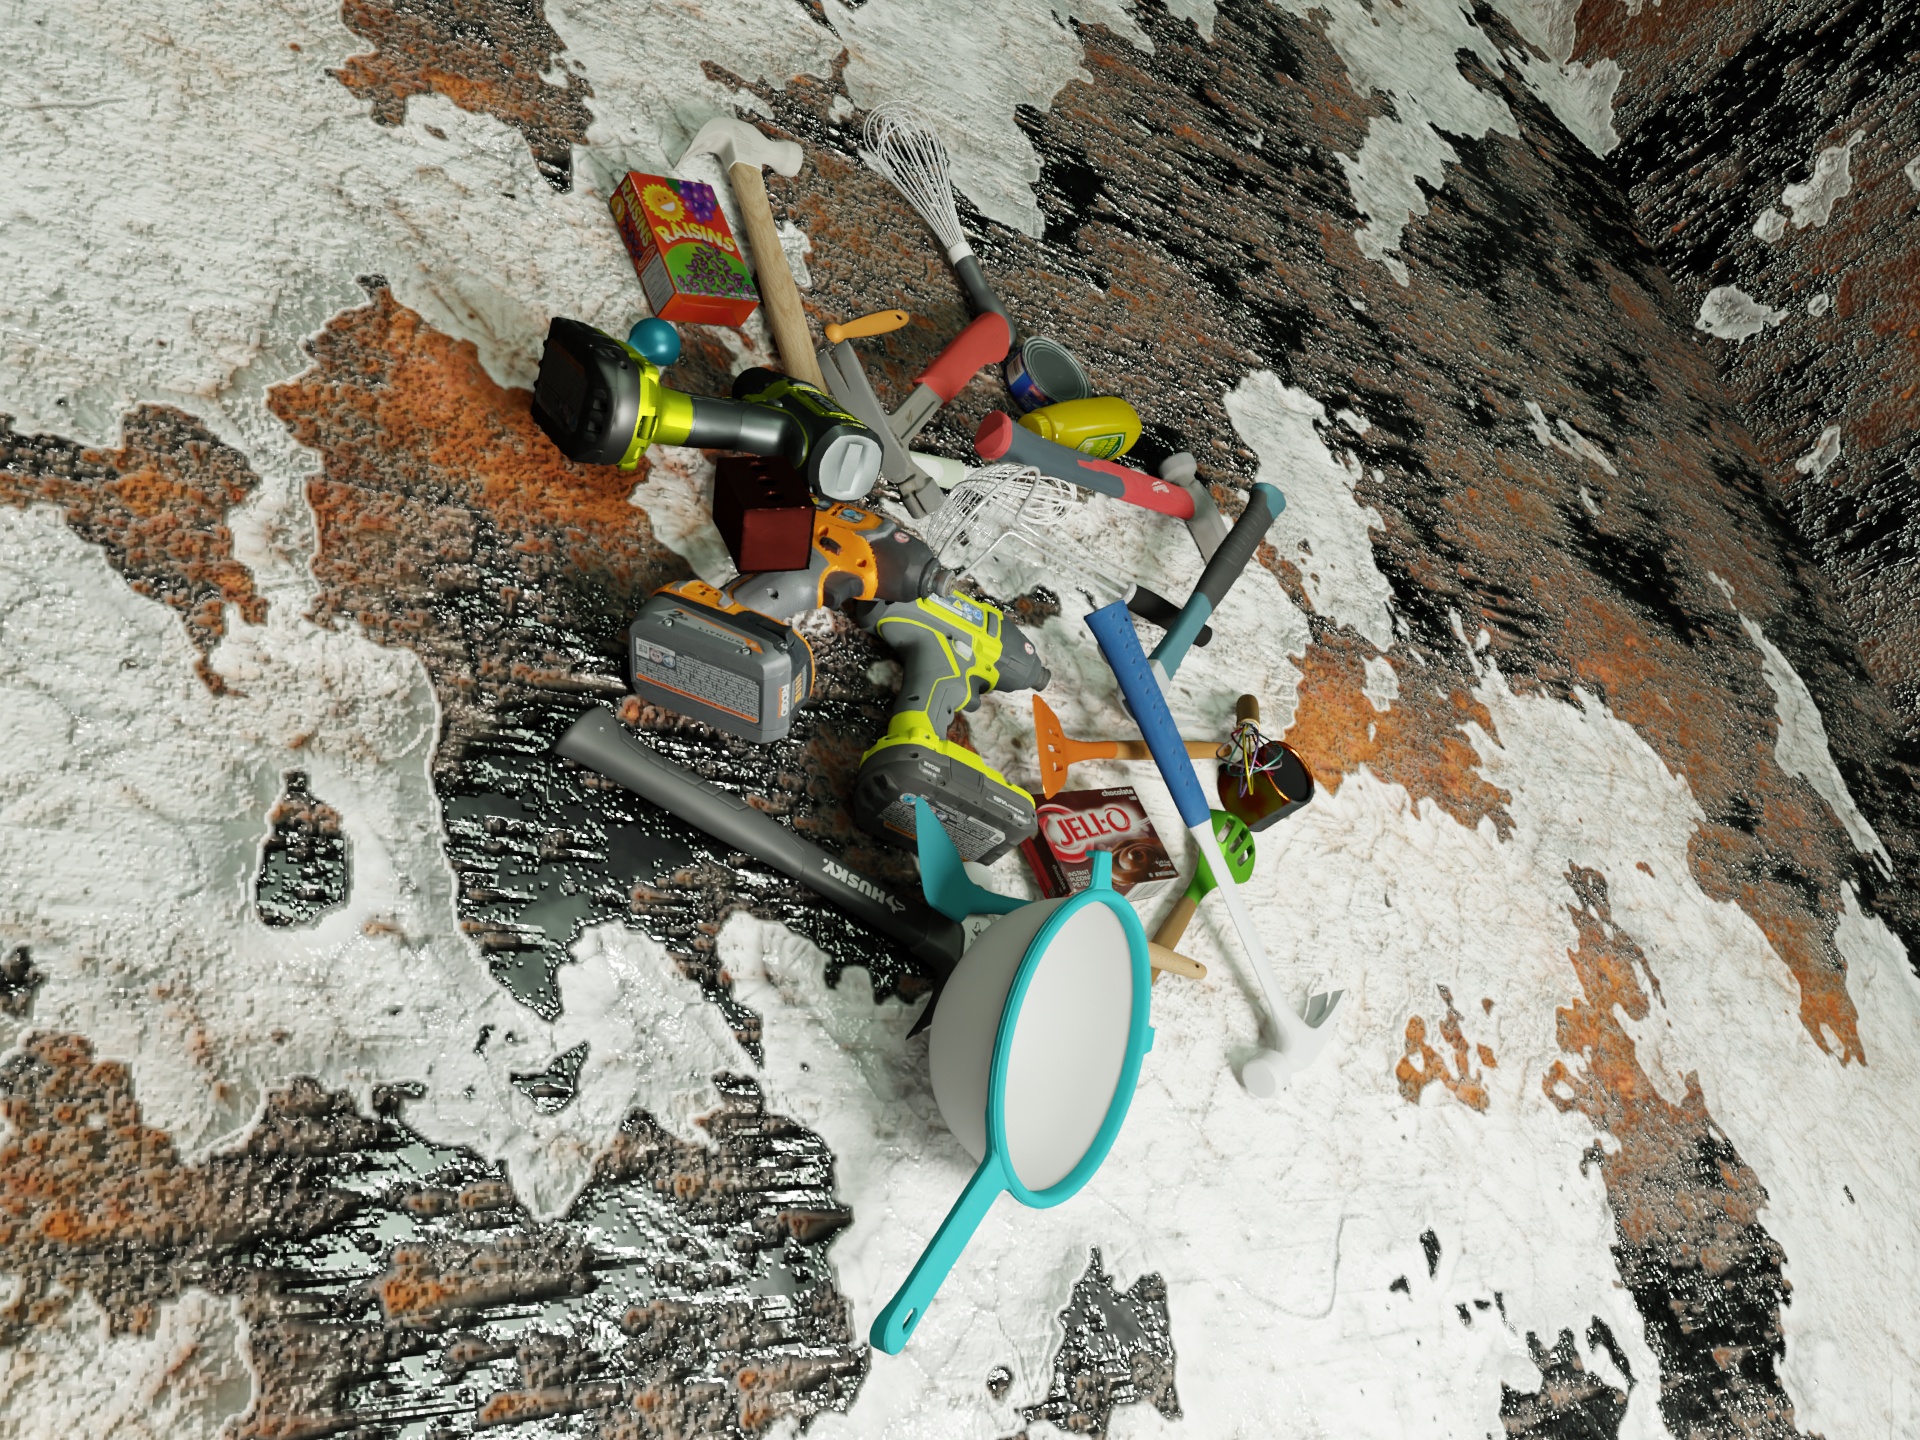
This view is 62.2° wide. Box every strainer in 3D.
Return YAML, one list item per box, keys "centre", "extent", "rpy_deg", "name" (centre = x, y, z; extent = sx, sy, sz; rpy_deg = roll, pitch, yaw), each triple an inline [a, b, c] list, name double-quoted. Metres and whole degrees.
- centre: [0.010, 0.247, 1.023]
  extent: [0.340, 0.095, 0.210]
  rpy_deg: [-50, 137, -38]
  name: "strainer"

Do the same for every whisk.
- centre: [0.004, -0.212, 1.388]
  extent: [0.246, 0.058, 0.059]
  rpy_deg: [6, 15, -34]
  name: "whisk"
- centre: [-0.015, -0.483, 1.557]
  extent: [0.070, 0.070, 0.285]
  rpy_deg: [-19, 80, -47]
  name: "whisk"
- centre: [0.252, 0.010, 1.387]
  extent: [0.047, 0.051, 0.245]
  rpy_deg: [52, 16, -5]
  name: "whisk"

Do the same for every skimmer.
- centre: [0.115, -0.118, 1.382]
  extent: [0.363, 0.127, 0.090]
  rpy_deg: [24, 23, -37]
  name: "skimmer"

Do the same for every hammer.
- centre: [-0.021, -0.302, 1.374]
  extent: [0.149, 0.037, 0.359]
  rpy_deg: [59, 27, -18]
  name: "hammer"
- centre: [0.140, -0.207, 1.447]
  extent: [0.386, 0.038, 0.143]
  rpy_deg: [4, 59, -55]
  name: "hammer"
- centre: [0.201, 0.092, 1.296]
  extent: [0.144, 0.035, 0.405]
  rpy_deg: [-23, 89, -49]
  name: "hammer"
- centre: [-0.164, -0.389, 1.374]
  extent: [0.130, 0.031, 0.332]
  rpy_deg: [4, 60, -40]
  name: "hammer"
- centre: [-0.122, 0.091, 1.072]
  extent: [0.334, 0.035, 0.146]
  rpy_deg: [32, 45, -20]
  name: "hammer"
- centre: [0.225, -0.116, 1.452]
  extent: [0.331, 0.033, 0.128]
  rpy_deg: [-53, 128, -37]
  name: "hammer"

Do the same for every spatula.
- centre: [0.146, 0.024, 1.322]
  extent: [0.322, 0.041, 0.081]
  rpy_deg: [1, 80, -50]
  name: "spatula"
- centre: [0.078, 0.143, 1.158]
  extent: [0.317, 0.044, 0.082]
  rpy_deg: [23, 45, -34]
  name: "spatula"

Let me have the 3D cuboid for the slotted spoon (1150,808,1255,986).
- centre: [0.176, 0.165, 1.287]
  extent: [0.070, 0.031, 0.314]
  rpy_deg: [50, 43, -6]
  name: "slotted spoon"

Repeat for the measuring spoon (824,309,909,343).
- centre: [-0.082, -0.360, 1.439]
  extent: [0.117, 0.011, 0.021]
  rpy_deg: [-30, 84, -48]
  name: "measuring spoon"

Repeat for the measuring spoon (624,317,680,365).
- centre: [-0.261, -0.287, 1.223]
  extent: [0.042, 0.021, 0.128]
  rpy_deg: [53, 41, 2]
  name: "measuring spoon"

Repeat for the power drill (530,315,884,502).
- centre: [-0.191, -0.231, 1.175]
  extent: [0.228, 0.080, 0.191]
  rpy_deg: [4, 26, -36]
  name: "power drill"

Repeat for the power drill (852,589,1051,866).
- centre: [-0.002, -0.004, 1.214]
  extent: [0.171, 0.080, 0.223]
  rpy_deg: [27, 44, -25]
  name: "power drill"

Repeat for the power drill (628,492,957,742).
- centre: [-0.112, -0.082, 1.126]
  extent: [0.164, 0.084, 0.226]
  rpy_deg: [20, 41, 15]
  name: "power drill"
